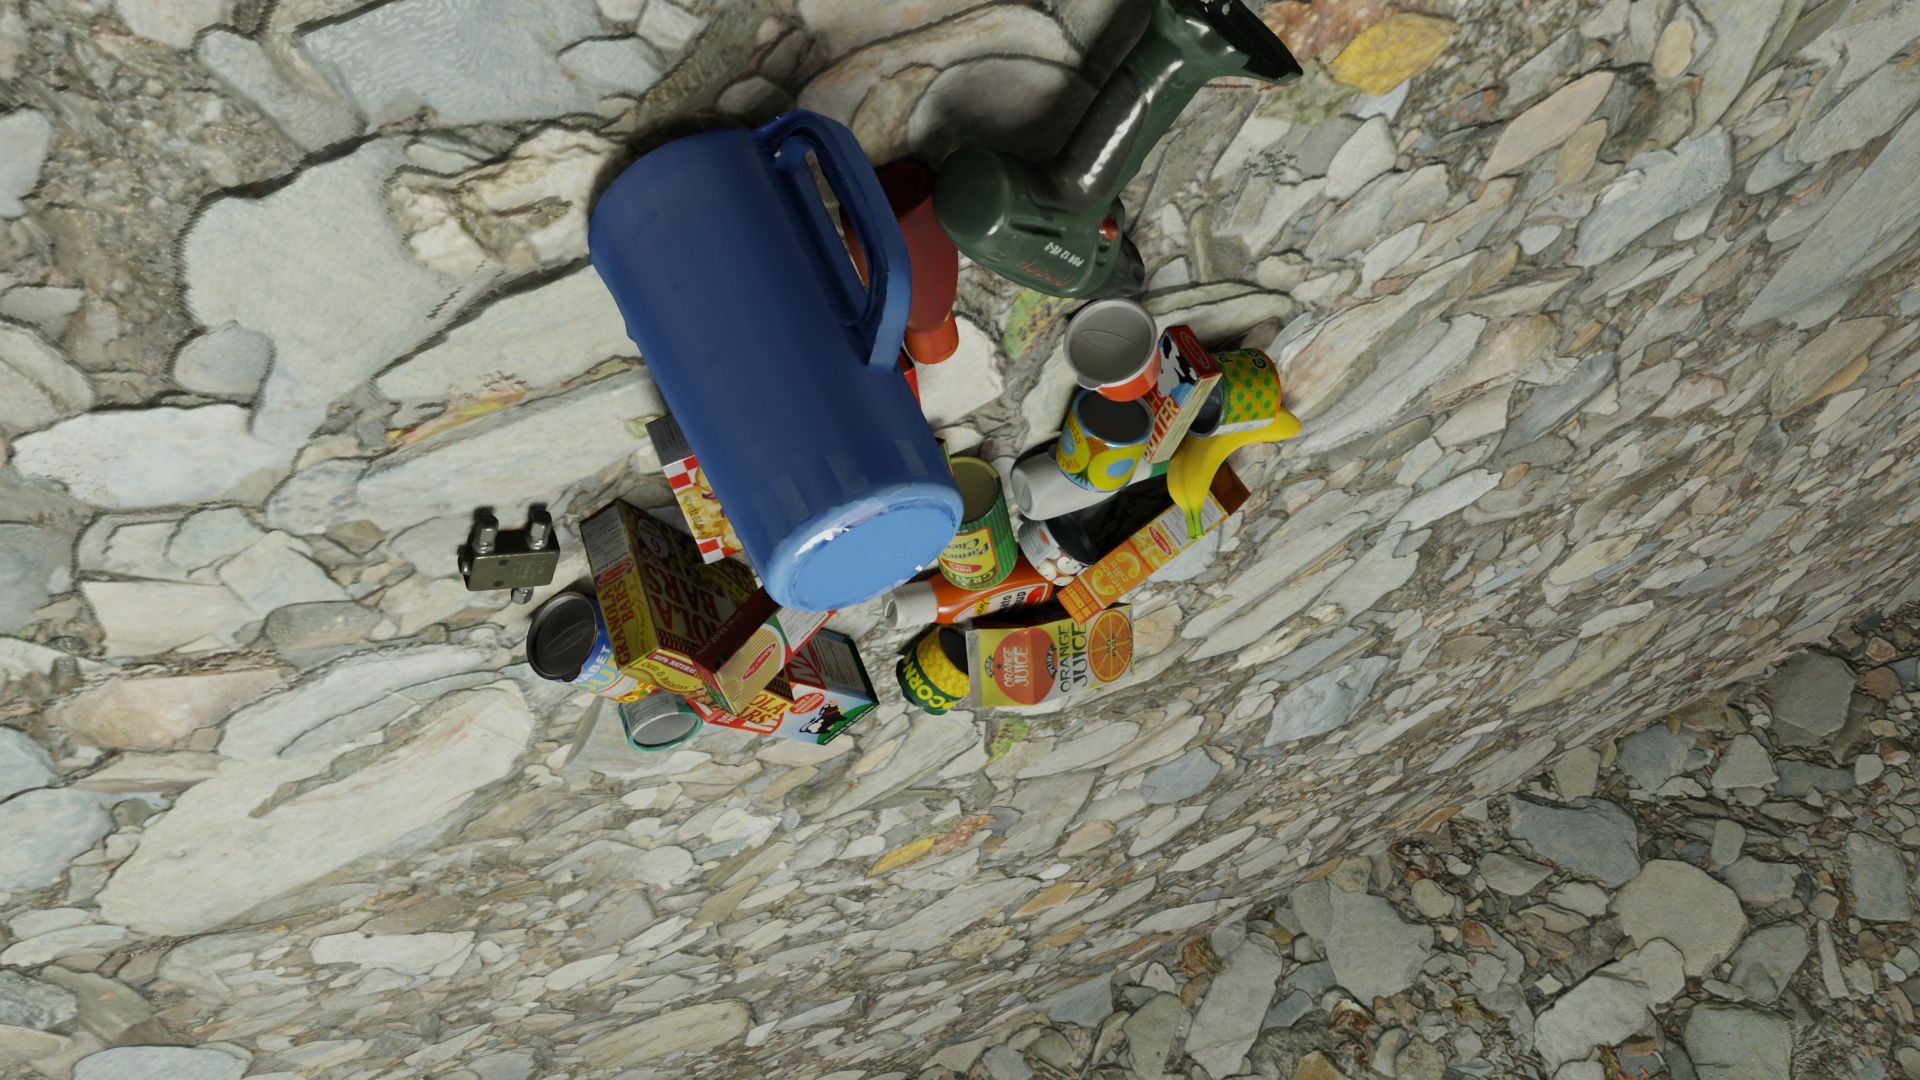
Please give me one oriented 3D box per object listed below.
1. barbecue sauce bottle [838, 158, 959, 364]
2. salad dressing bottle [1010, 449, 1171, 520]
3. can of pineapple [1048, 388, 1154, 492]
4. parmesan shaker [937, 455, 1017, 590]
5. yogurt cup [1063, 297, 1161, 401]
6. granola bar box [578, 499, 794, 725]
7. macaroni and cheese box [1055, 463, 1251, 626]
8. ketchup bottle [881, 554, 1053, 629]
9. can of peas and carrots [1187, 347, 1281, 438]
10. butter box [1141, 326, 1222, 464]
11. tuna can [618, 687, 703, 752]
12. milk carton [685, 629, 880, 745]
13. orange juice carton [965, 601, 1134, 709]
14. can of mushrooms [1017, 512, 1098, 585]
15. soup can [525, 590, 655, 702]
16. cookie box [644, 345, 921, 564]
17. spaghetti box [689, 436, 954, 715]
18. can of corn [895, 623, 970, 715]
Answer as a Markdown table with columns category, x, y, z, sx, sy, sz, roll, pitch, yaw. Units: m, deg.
| category | x | y | z | sx | sy | sz | roll | pitch | yaw |
| --- | --- | --- | --- | --- | --- | --- | --- | --- | --- |
| barbecue sauce bottle | -0.029 | -0.165 | 0.860 | 0.065 | 0.044 | 0.148 | -33 | 152 | -8 |
| salad dressing bottle | 0.116 | -0.058 | 1.138 | 0.148 | 0.044 | 0.064 | -17 | 148 | -19 |
| can of pineapple | 0.110 | -0.080 | 1.077 | 0.071 | 0.071 | 0.057 | -12 | 147 | -22 |
| parmesan shaker | 0.004 | -0.014 | 1.101 | 0.071 | 0.071 | 0.102 | -24 | 149 | -4 |
| yogurt cup | 0.113 | -0.134 | 0.998 | 0.072 | 0.072 | 0.054 | -31 | 157 | 9 |
| granola bar box | -0.192 | 0.055 | 0.997 | 0.039 | 0.124 | 0.165 | -31 | 150 | 14 |
| macaroni and cheese box | 0.172 | 0.002 | 1.231 | 0.166 | 0.040 | 0.124 | -38 | 175 | 21 |
| ketchup bottle | 0.006 | 0.046 | 1.216 | 0.149 | 0.044 | 0.064 | -10 | 153 | -25 |
| can of peas and carrots | 0.209 | -0.119 | 1.094 | 0.059 | 0.071 | 0.070 | -10 | 146 | -26 |
| butter box | 0.161 | -0.111 | 1.079 | 0.024 | 0.053 | 0.103 | -11 | 148 | -29 |
| tuna can | -0.256 | 0.152 | 1.192 | 0.071 | 0.033 | 0.070 | -19 | 149 | -12 |
| milk carton | -0.161 | 0.112 | 1.161 | 0.072 | 0.074 | 0.190 | -38 | 148 | 20 |
| orange juice carton | 0.074 | 0.102 | 1.268 | 0.073 | 0.071 | 0.193 | 4 | -171 | 44 |
| can of mushrooms | 0.084 | 0.004 | 1.186 | 0.033 | 0.071 | 0.071 | -41 | 147 | 25 |
| soup can | -0.269 | 0.083 | 1.036 | 0.071 | 0.071 | 0.083 | -34 | 149 | 13 |
| cookie box | -0.106 | -0.058 | 0.908 | 0.168 | 0.040 | 0.122 | -22 | 150 | -9 |
| spaghetti box | -0.090 | 0.018 | 0.984 | 0.251 | 0.029 | 0.050 | -47 | 143 | -28 |
| can of corn | -0.018 | 0.120 | 1.287 | 0.058 | 0.071 | 0.071 | -43 | 146 | 26 |
